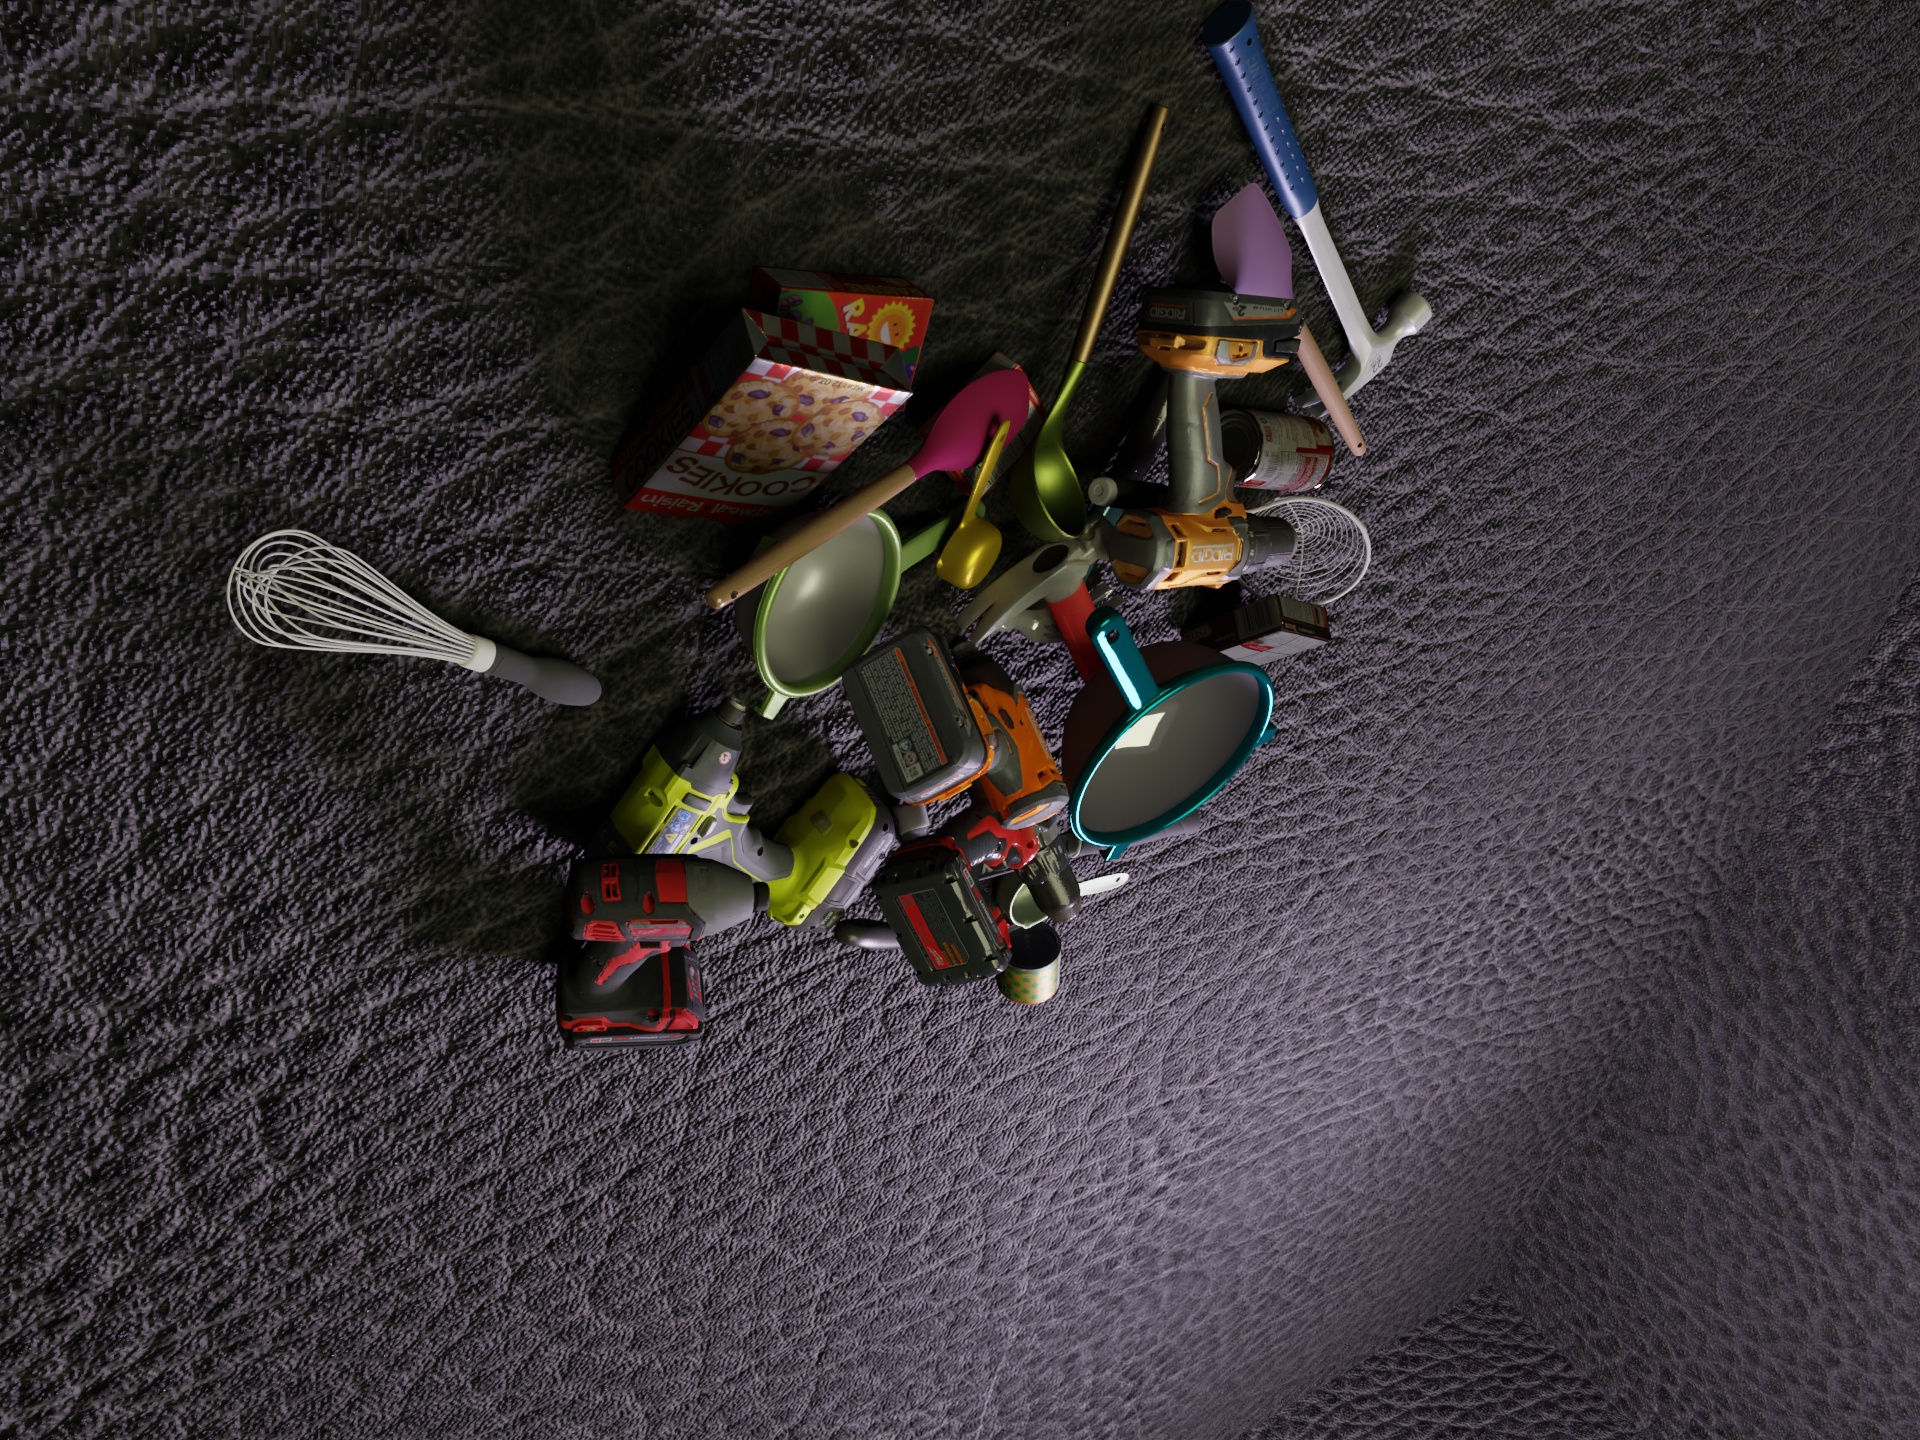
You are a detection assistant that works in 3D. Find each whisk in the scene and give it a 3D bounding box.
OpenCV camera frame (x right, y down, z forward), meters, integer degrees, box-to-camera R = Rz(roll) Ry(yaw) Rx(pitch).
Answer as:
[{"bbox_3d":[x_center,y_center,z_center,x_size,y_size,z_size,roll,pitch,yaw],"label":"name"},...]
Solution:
[{"bbox_3d":[-0.033,0.197,1.445,0.073,0.073,0.295,-54,154,10],"label":"whisk"},{"bbox_3d":[-0.334,-0.050,1.011,0.070,0.070,0.284,-54,145,9],"label":"whisk"}]

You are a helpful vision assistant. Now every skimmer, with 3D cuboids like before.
[{"bbox_3d":[0.230,-0.154,1.362,0.127,0.090,0.363,-33,161,34],"label":"skimmer"}]

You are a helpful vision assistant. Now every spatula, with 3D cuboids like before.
[{"bbox_3d":[0.278,-0.315,1.308,0.060,0.018,0.315,-41,137,5],"label":"spatula"}]

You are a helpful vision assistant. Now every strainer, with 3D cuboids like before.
[{"bbox_3d":[0.138,-0.024,1.314,0.211,0.095,0.340,-38,147,-1],"label":"strainer"},{"bbox_3d":[-0.082,-0.121,1.181,0.256,0.069,0.151,-36,144,-40],"label":"strainer"}]

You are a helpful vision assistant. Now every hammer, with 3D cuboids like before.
[{"bbox_3d":[0.139,-0.209,1.316,0.128,0.033,0.331,9,116,-45],"label":"hammer"},{"bbox_3d":[0.275,-0.400,1.273,0.144,0.035,0.405,-47,141,0],"label":"hammer"},{"bbox_3d":[0.112,-0.034,1.399,0.143,0.038,0.385,-36,149,-1],"label":"hammer"},{"bbox_3d":[0.099,0.124,1.520,0.408,0.149,0.036,-9,171,-45],"label":"hammer"}]

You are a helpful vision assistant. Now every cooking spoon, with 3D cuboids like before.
[{"bbox_3d":[-0.053,-0.159,1.096,0.319,0.017,0.068,-38,140,-32],"label":"cooking spoon"}]

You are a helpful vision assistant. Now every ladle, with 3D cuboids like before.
[{"bbox_3d":[0.106,-0.288,1.170,0.078,0.062,0.320,-6,118,-59],"label":"ladle"}]

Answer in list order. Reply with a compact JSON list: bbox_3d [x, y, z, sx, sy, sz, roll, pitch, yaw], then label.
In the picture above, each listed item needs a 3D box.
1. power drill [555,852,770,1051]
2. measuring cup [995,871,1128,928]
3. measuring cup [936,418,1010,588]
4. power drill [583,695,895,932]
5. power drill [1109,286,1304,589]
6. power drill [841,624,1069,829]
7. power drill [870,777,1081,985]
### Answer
[{"bbox_3d":[-0.229,0.169,1.193,0.143,0.079,0.219,1,146,-19],"label":"power drill"},{"bbox_3d":[0.102,0.159,1.598,0.167,0.038,0.083,-4,125,-42],"label":"measuring cup"},{"bbox_3d":[0.021,-0.159,1.191,0.062,0.029,0.156,-45,164,-40],"label":"measuring cup"},{"bbox_3d":[-0.164,0.079,1.258,0.223,0.080,0.171,26,105,-47],"label":"power drill"},{"bbox_3d":[0.206,-0.215,1.238,0.185,0.084,0.226,-7,109,-39],"label":"power drill"},{"bbox_3d":[-0.002,-0.004,1.237,0.084,0.164,0.226,-29,161,18],"label":"power drill"},{"bbox_3d":[0.029,0.134,1.356,0.187,0.080,0.227,64,32,-17],"label":"power drill"}]
